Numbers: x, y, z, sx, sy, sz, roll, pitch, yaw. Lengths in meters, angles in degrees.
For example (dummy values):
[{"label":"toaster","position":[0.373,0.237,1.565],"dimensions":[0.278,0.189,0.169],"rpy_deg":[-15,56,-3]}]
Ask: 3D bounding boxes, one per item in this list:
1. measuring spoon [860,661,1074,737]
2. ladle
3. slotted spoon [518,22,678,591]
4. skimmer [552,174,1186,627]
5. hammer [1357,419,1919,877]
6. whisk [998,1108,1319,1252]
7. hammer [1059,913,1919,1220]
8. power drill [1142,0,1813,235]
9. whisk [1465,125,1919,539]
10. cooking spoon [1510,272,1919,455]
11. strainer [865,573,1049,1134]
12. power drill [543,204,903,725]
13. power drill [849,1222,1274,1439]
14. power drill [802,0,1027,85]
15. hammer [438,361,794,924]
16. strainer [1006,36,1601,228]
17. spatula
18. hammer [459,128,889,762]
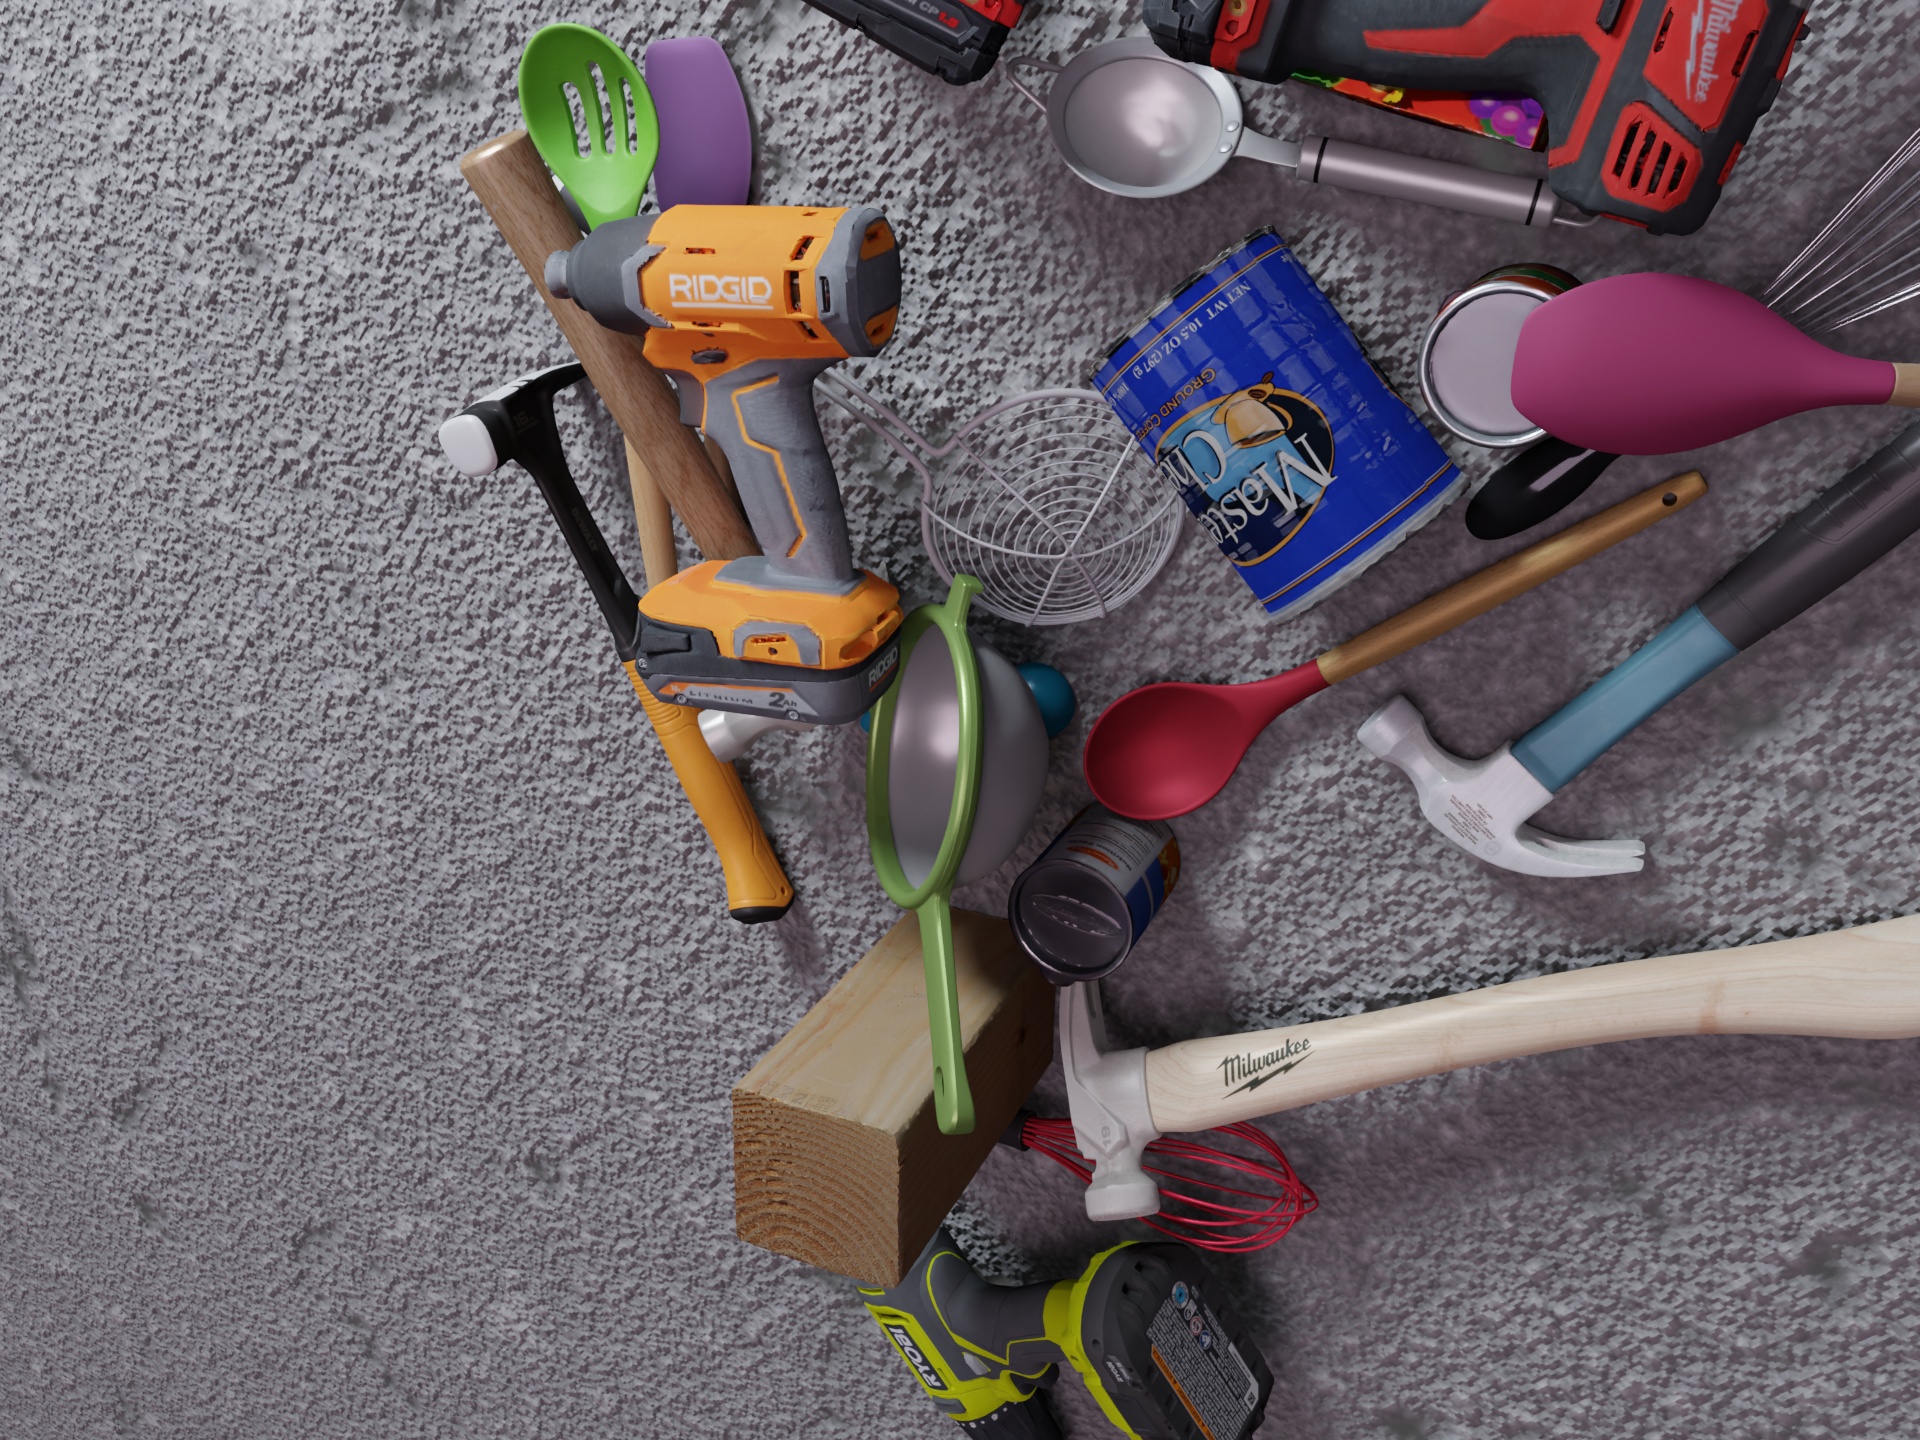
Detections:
[{"label":"measuring spoon","position":[-0.001,-0.003,0.852],"dimensions":[0.128,0.021,0.042],"rpy_deg":[-8,105,26]},{"label":"ladle","position":[0.193,-0.035,0.748],"dimensions":[0.315,0.031,0.069],"rpy_deg":[-29,97,29]},{"label":"slotted spoon","position":[-0.166,-0.181,0.800],"dimensions":[0.070,0.031,0.313],"rpy_deg":[5,117,17]},{"label":"skimmer","position":[-0.055,-0.176,0.798],"dimensions":[0.363,0.090,0.127],"rpy_deg":[38,122,16]},{"label":"hammer","position":[0.331,-0.050,0.673],"dimensions":[0.128,0.033,0.331],"rpy_deg":[47,121,4]},{"label":"whisk","position":[0.056,0.236,0.896],"dimensions":[0.296,0.073,0.073],"rpy_deg":[8,112,28]},{"label":"hammer","position":[0.242,0.140,0.767],"dimensions":[0.410,0.038,0.146],"rpy_deg":[-16,68,22]},{"label":"power drill","position":[0.199,-0.297,0.574],"dimensions":[0.227,0.080,0.187],"rpy_deg":[23,117,14]},{"label":"whisk","position":[0.321,-0.156,0.630],"dimensions":[0.284,0.070,0.070],"rpy_deg":[-38,90,36]},{"label":"cooking spoon","position":[0.368,-0.122,0.585],"dimensions":[0.319,0.017,0.068],"rpy_deg":[5,113,7]},{"label":"strainer","position":[0.010,0.068,0.769],"dimensions":[0.151,0.069,0.257],"rpy_deg":[132,136,-59]},{"label":"power drill","position":[-0.107,-0.120,0.732],"dimensions":[0.164,0.084,0.226],"rpy_deg":[8,117,18]},{"label":"power drill","position":[0.059,0.372,0.911],"dimensions":[0.228,0.080,0.190],"rpy_deg":[-18,109,46]},{"label":"power drill","position":[0.004,-0.379,0.614],"dimensions":[0.143,0.079,0.219],"rpy_deg":[23,118,-18]},{"label":"hammer","position":[-0.170,-0.033,0.891],"dimensions":[0.034,0.127,0.336],"rpy_deg":[-12,113,27]},{"label":"strainer","position":[0.143,-0.242,0.686],"dimensions":[0.258,0.050,0.087],"rpy_deg":[17,71,13]},{"label":"spatula","position":[-0.129,-0.192,0.845],"dimensions":[0.060,0.018,0.315],"rpy_deg":[5,110,21]},{"label":"hammer","position":[-0.140,-0.133,0.793],"dimensions":[0.130,0.031,0.331],"rpy_deg":[-26,119,5]}]
